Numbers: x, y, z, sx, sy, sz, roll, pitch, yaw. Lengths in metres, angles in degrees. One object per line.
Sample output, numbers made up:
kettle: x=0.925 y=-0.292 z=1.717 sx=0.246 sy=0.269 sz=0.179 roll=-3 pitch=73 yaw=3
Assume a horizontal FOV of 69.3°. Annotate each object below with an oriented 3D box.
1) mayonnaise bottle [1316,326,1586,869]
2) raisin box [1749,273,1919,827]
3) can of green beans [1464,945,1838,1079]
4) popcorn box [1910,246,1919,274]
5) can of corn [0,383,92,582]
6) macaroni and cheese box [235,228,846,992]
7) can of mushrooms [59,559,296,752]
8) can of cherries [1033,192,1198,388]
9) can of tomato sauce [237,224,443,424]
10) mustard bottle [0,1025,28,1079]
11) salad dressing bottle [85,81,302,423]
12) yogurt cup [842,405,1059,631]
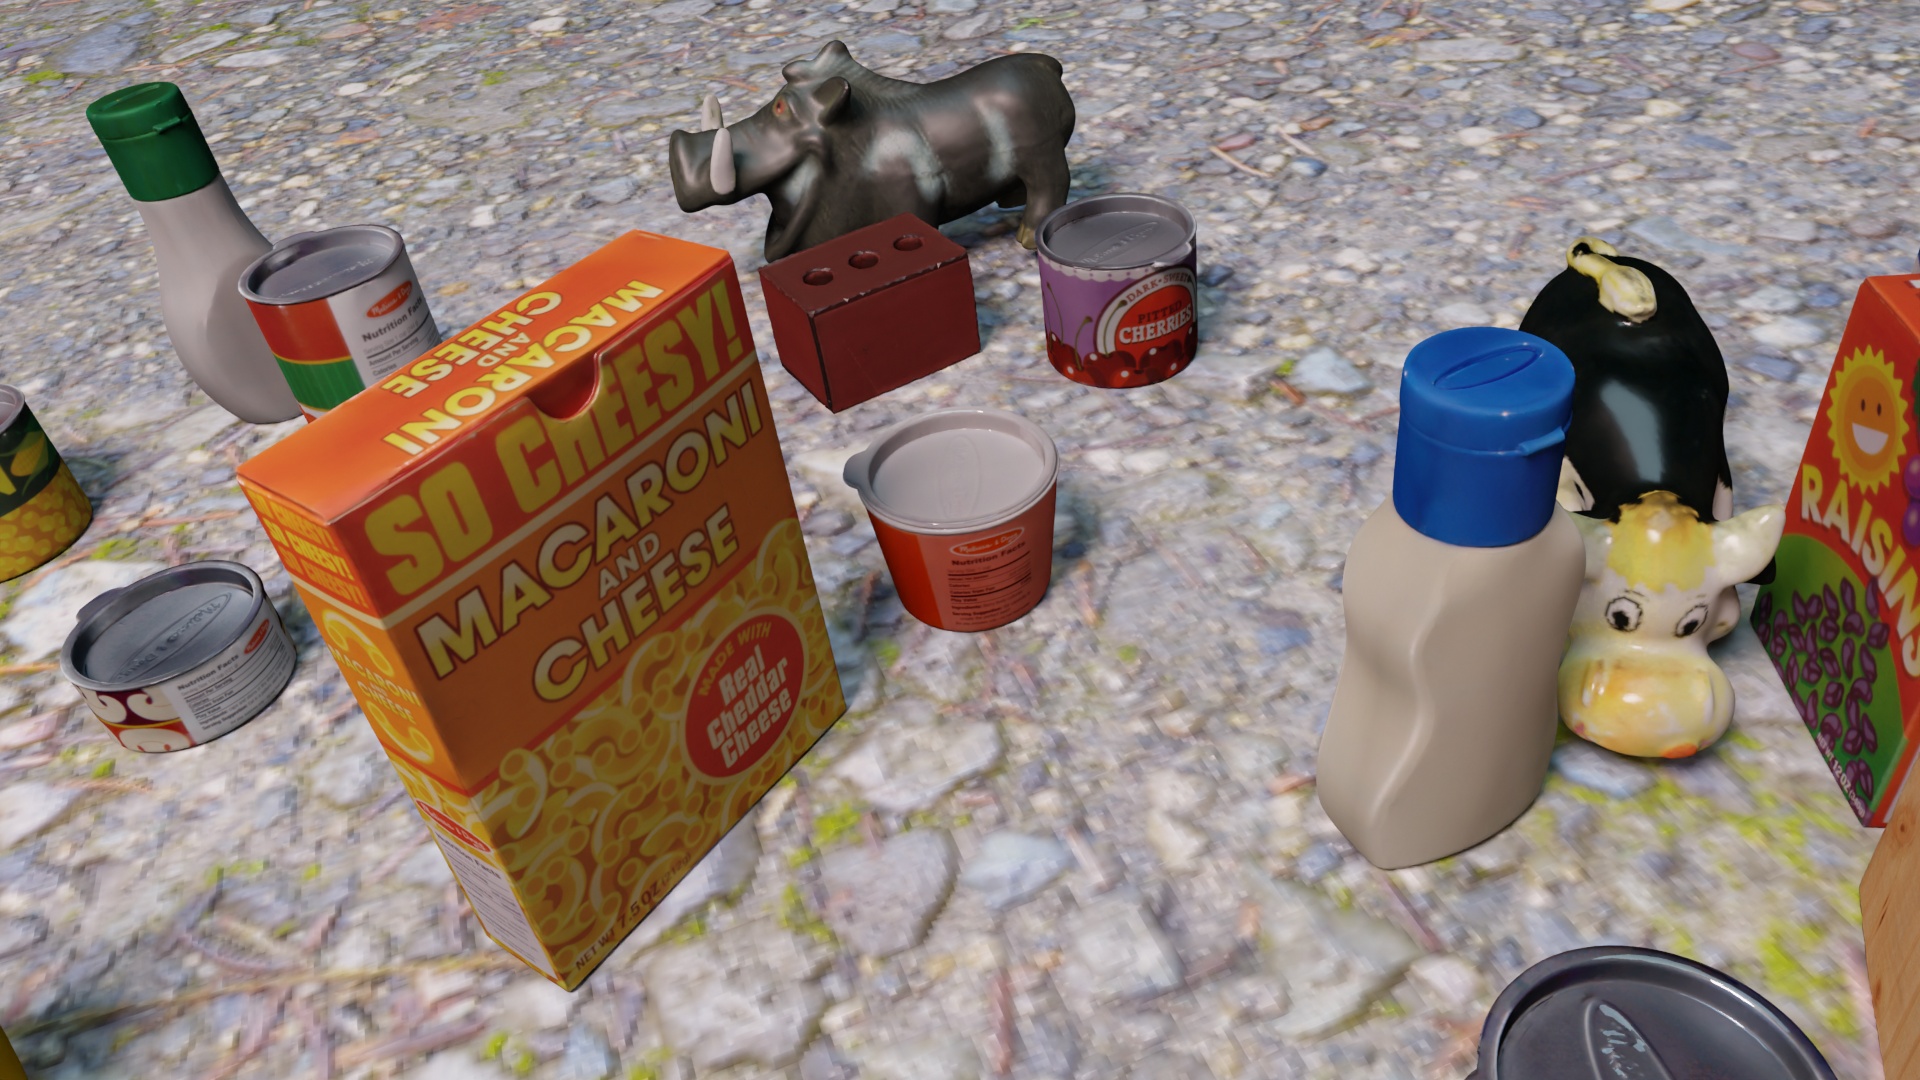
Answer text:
mayonnaise bottle: x=0.124 y=0.018 z=0.349 sx=0.065 sy=0.147 sz=0.041 roll=-21 pitch=40 yaw=-15
raisin box: x=0.256 y=0.003 z=0.363 sx=0.040 sy=0.122 sz=0.086 roll=-2 pitch=39 yaw=8
can of green beans: x=0.137 y=0.127 z=0.283 sx=0.071 sy=0.057 sz=0.071 roll=-5 pitch=39 yaw=4
popcorn box: x=0.329 y=-0.046 z=0.441 sx=0.038 sy=0.084 sz=0.127 roll=7 pitch=41 yaw=19
can of corn: x=-0.402 y=-0.021 z=0.565 sx=0.071 sy=0.058 sz=0.071 roll=-5 pitch=39 yaw=4
macaroni and cheese box: x=-0.095 y=0.020 z=0.372 sx=0.040 sy=0.165 sz=0.124 roll=19 pitch=46 yaw=30
can of mushrooms: x=-0.274 y=0.039 z=0.487 sx=0.071 sy=0.033 sz=0.071 roll=-5 pitch=39 yaw=4
can of cherries: x=0.067 y=-0.104 z=0.581 sx=0.071 sy=0.058 sz=0.072 roll=-5 pitch=39 yaw=4
can of tomato sauce: x=-0.259 y=-0.084 z=0.597 sx=0.071 sy=0.082 sz=0.071 roll=-5 pitch=39 yaw=4
mustard bottle: x=-0.268 y=0.101 z=0.309 sx=0.049 sy=0.159 sz=0.065 roll=-27 pitch=42 yaw=-22
salad dressing bottle: x=-0.325 y=-0.123 z=0.605 sx=0.044 sy=0.146 sz=0.064 roll=17 pitch=45 yaw=28
yogurt cup: x=0.002 y=-0.006 z=0.476 sx=0.072 sy=0.053 sz=0.073 roll=-5 pitch=39 yaw=4
